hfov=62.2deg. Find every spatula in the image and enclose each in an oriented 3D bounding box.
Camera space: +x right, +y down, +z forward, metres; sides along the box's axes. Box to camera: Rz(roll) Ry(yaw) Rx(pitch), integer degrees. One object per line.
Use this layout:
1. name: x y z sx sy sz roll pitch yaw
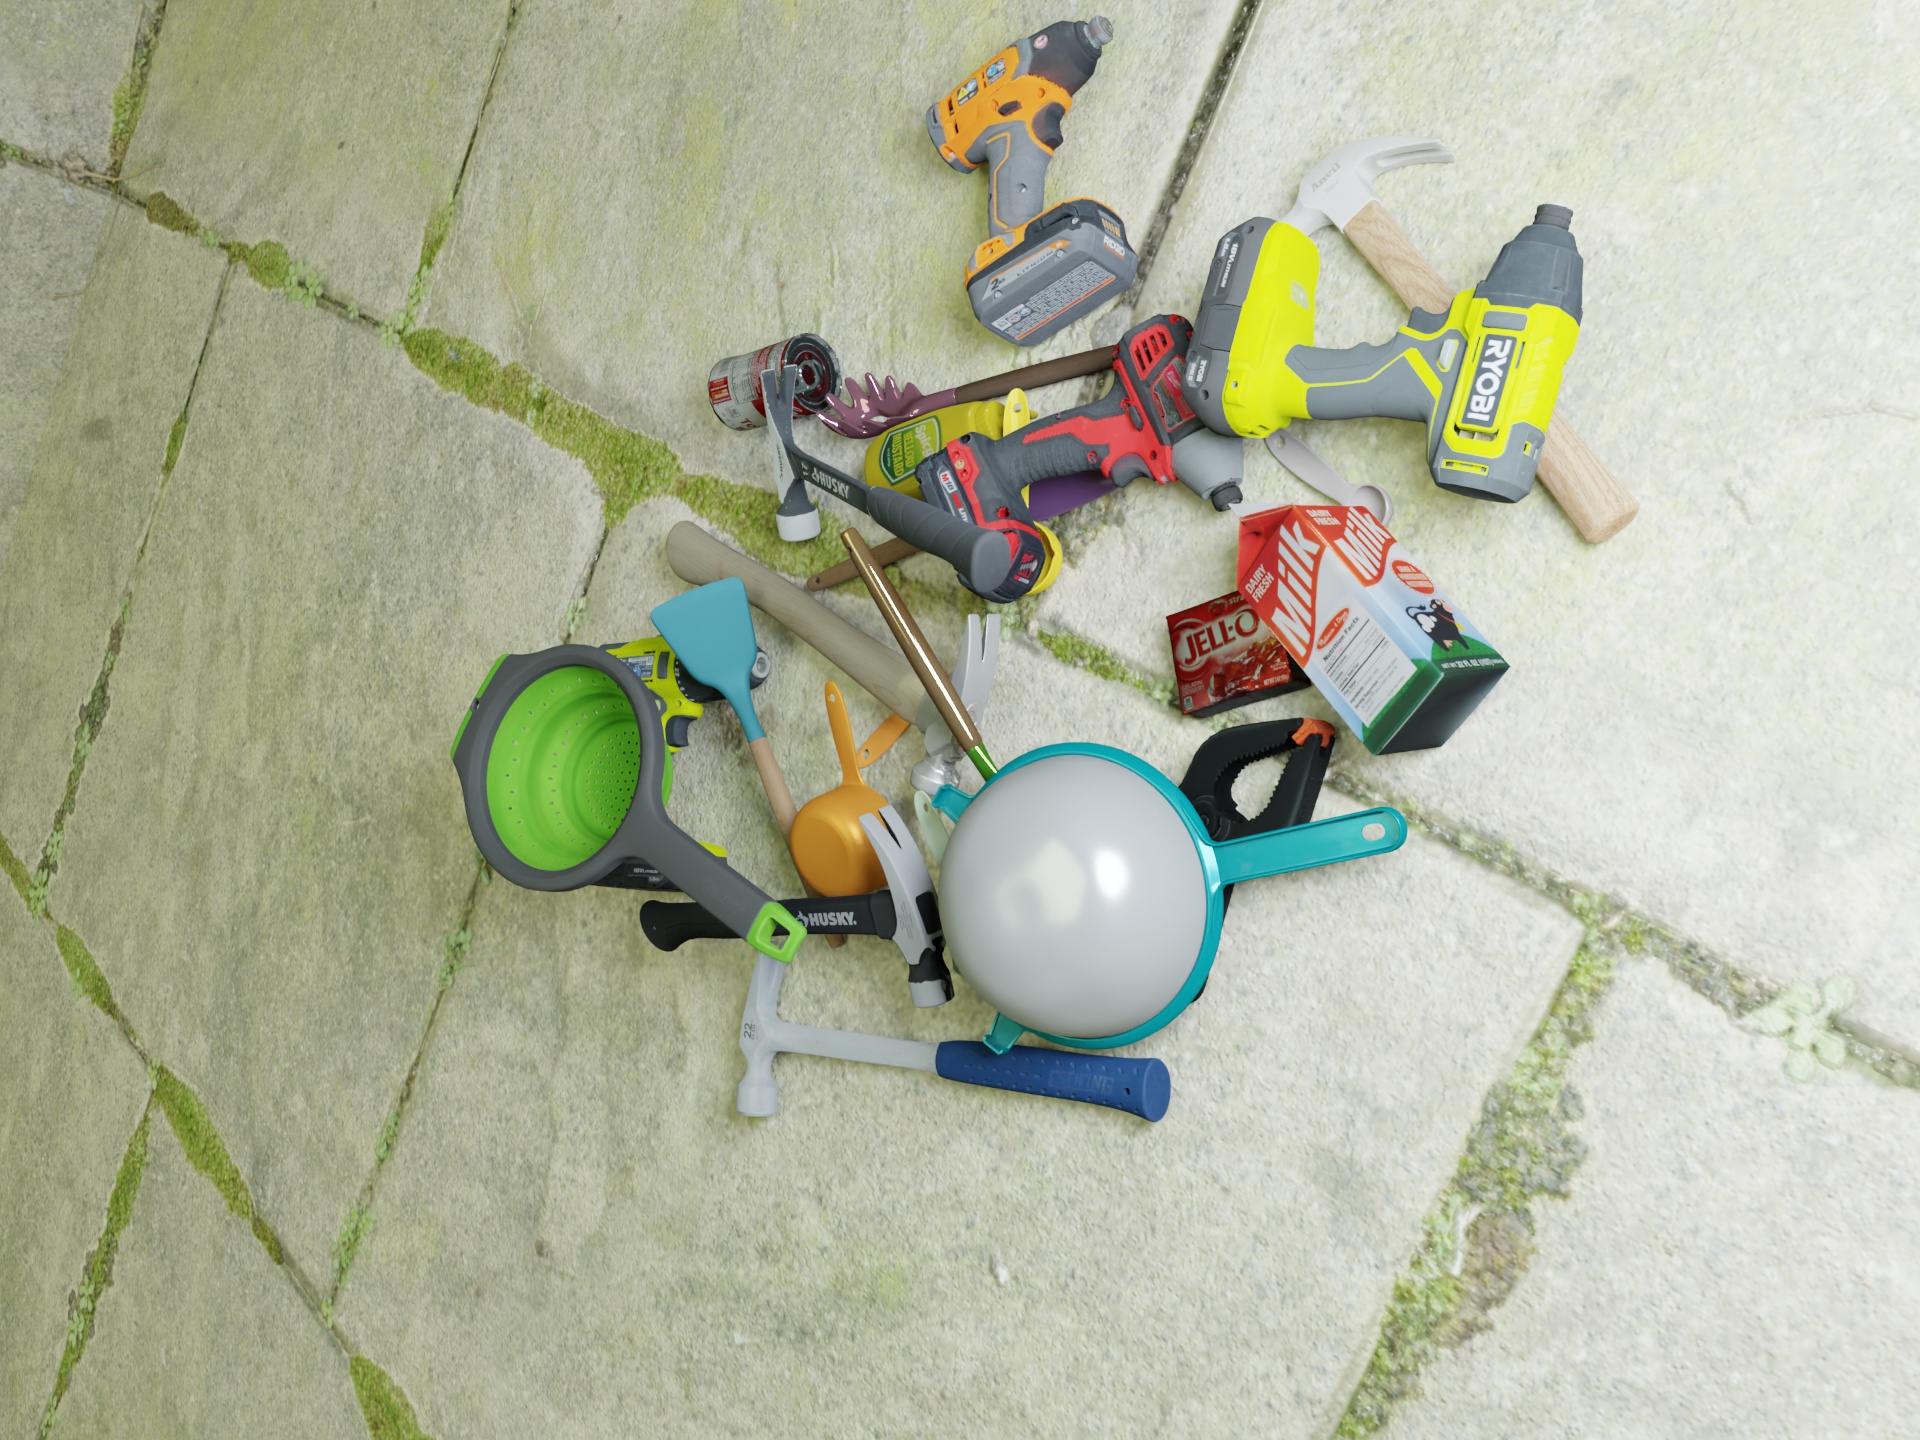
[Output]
1. spatula: -0.161 0.039 1.313 0.082 0.044 0.318 -22 79 -7
2. spatula: -0.006 -0.158 1.263 0.316 0.018 0.060 -19 80 36

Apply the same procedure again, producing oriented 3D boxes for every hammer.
1. hammer: -0.022 0.249 1.202 0.405 0.035 0.144 -2 82 40
2. hammer: 0.315 -0.245 1.000 0.130 0.031 0.332 -43 59 27
3. hammer: -0.145 0.150 1.257 0.335 0.035 0.146 -8 97 42
4. hammer: -0.122 -0.091 1.315 0.411 0.038 0.146 33 115 40
5. hammer: -0.066 -0.168 1.179 0.409 0.036 0.149 35 138 58

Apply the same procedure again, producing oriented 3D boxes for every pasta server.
1. pasta server: 0.017 -0.266 1.249 0.316 0.040 0.060 -6 47 38

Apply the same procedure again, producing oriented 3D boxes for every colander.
1. colander: -0.250 0.082 1.294 0.397 0.094 0.204 32 96 30

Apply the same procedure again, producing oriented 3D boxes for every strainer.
1. strainer: 0.112 0.106 1.024 0.340 0.095 0.211 -17 82 33

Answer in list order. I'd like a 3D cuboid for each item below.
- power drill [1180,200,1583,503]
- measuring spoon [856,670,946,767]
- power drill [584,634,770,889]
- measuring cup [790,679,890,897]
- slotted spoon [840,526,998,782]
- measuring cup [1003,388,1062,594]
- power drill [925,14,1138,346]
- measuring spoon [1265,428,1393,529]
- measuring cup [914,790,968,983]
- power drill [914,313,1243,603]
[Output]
1. power drill: 0.261 -0.237 0.977 0.223 0.080 0.171 18 96 36
2. measuring spoon: -0.051 -0.001 1.281 0.117 0.011 0.021 -46 57 25
3. power drill: -0.253 0.035 1.404 0.190 0.080 0.228 -2 80 35
4. measuring cup: -0.100 0.058 1.248 0.095 0.052 0.173 0 106 40
5. slotted spoon: -0.002 -0.004 1.154 0.314 0.031 0.070 59 146 0
6. measuring cup: 0.049 -0.171 1.202 0.062 0.029 0.156 -3 86 27
7. power drill: 0.063 -0.420 1.209 0.164 0.084 0.227 -26 64 34
8. measuring spoon: 0.246 -0.163 1.059 0.124 0.018 0.034 51 131 40
9. measuring cup: 0.012 0.123 1.180 0.083 0.038 0.168 -44 63 38
10. power drill: 0.091 -0.175 1.126 0.219 0.078 0.143 -27 76 18
